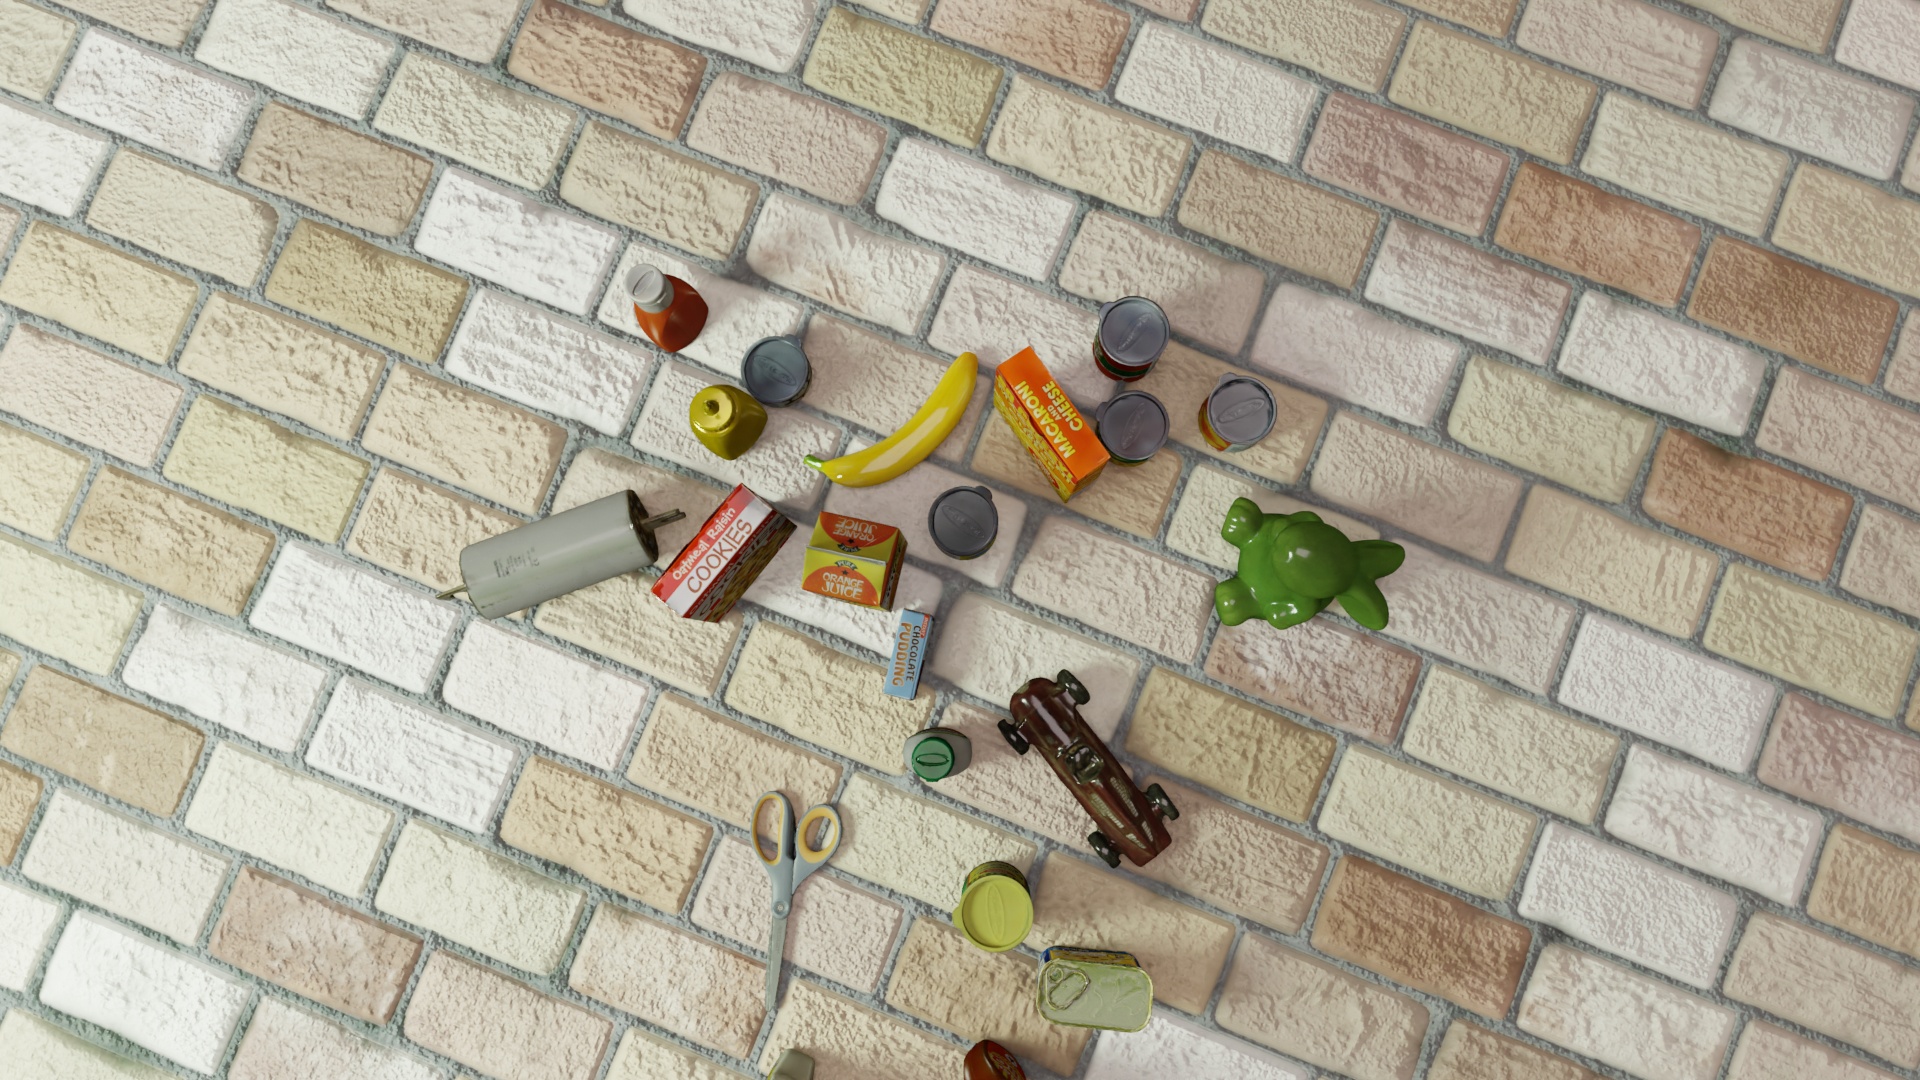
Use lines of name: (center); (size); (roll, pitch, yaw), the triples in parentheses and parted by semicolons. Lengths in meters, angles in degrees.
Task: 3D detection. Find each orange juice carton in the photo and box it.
orange juice carton: (-0.094, 0.020, 1.250); (0.072, 0.192, 0.073); (13, 85, 2)

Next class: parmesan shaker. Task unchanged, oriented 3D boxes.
parmesan shaker: (0.029, 0.330, 1.261); (0.071, 0.103, 0.071); (0, 85, 1)

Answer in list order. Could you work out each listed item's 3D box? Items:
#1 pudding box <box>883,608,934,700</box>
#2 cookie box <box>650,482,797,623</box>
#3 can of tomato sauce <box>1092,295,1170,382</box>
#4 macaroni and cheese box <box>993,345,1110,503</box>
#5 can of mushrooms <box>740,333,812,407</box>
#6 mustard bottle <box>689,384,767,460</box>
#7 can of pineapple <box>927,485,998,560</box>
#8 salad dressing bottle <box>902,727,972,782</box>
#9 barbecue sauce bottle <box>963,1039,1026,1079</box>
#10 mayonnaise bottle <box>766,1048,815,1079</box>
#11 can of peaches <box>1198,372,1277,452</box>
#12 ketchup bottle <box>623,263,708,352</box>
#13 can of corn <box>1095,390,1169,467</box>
pudding box: (-0.048, 0.108, 1.312); (0.030, 0.049, 0.084); (13, 85, 2)
cookie box: (-0.212, 0.015, 1.265); (0.040, 0.167, 0.123); (39, 86, 4)
can of tomato sauce: (0.159, -0.191, 1.322); (0.071, 0.083, 0.071); (0, 85, 1)
macaroni and cheese box: (0.080, -0.102, 1.273); (0.040, 0.166, 0.124); (-35, 85, -2)
can of mushrooms: (-0.177, -0.165, 1.350); (0.071, 0.033, 0.071); (0, 84, 1)
mustard bottle: (-0.219, -0.115, 1.282); (0.049, 0.160, 0.065); (38, 87, 4)
can of pineapple: (0.005, -0.017, 1.320); (0.071, 0.058, 0.071); (0, 84, 1)
salad dressing bottle: (-0.022, 0.193, 1.254); (0.064, 0.147, 0.044); (1, 85, 1)
barbecue sauce bottle: (0.031, 0.488, 1.223); (0.065, 0.148, 0.044); (45, 87, 4)
mayonnaise bottle: (-0.160, 0.498, 1.225); (0.041, 0.148, 0.065); (23, 86, 3)
can of peaches: (0.263, -0.122, 1.326); (0.071, 0.058, 0.071); (0, 84, 1)
ketchup bottle: (-0.277, -0.221, 1.299); (0.043, 0.148, 0.065); (37, 86, 4)
can of corn: (0.161, -0.107, 1.326); (0.071, 0.058, 0.071); (0, 84, 1)
